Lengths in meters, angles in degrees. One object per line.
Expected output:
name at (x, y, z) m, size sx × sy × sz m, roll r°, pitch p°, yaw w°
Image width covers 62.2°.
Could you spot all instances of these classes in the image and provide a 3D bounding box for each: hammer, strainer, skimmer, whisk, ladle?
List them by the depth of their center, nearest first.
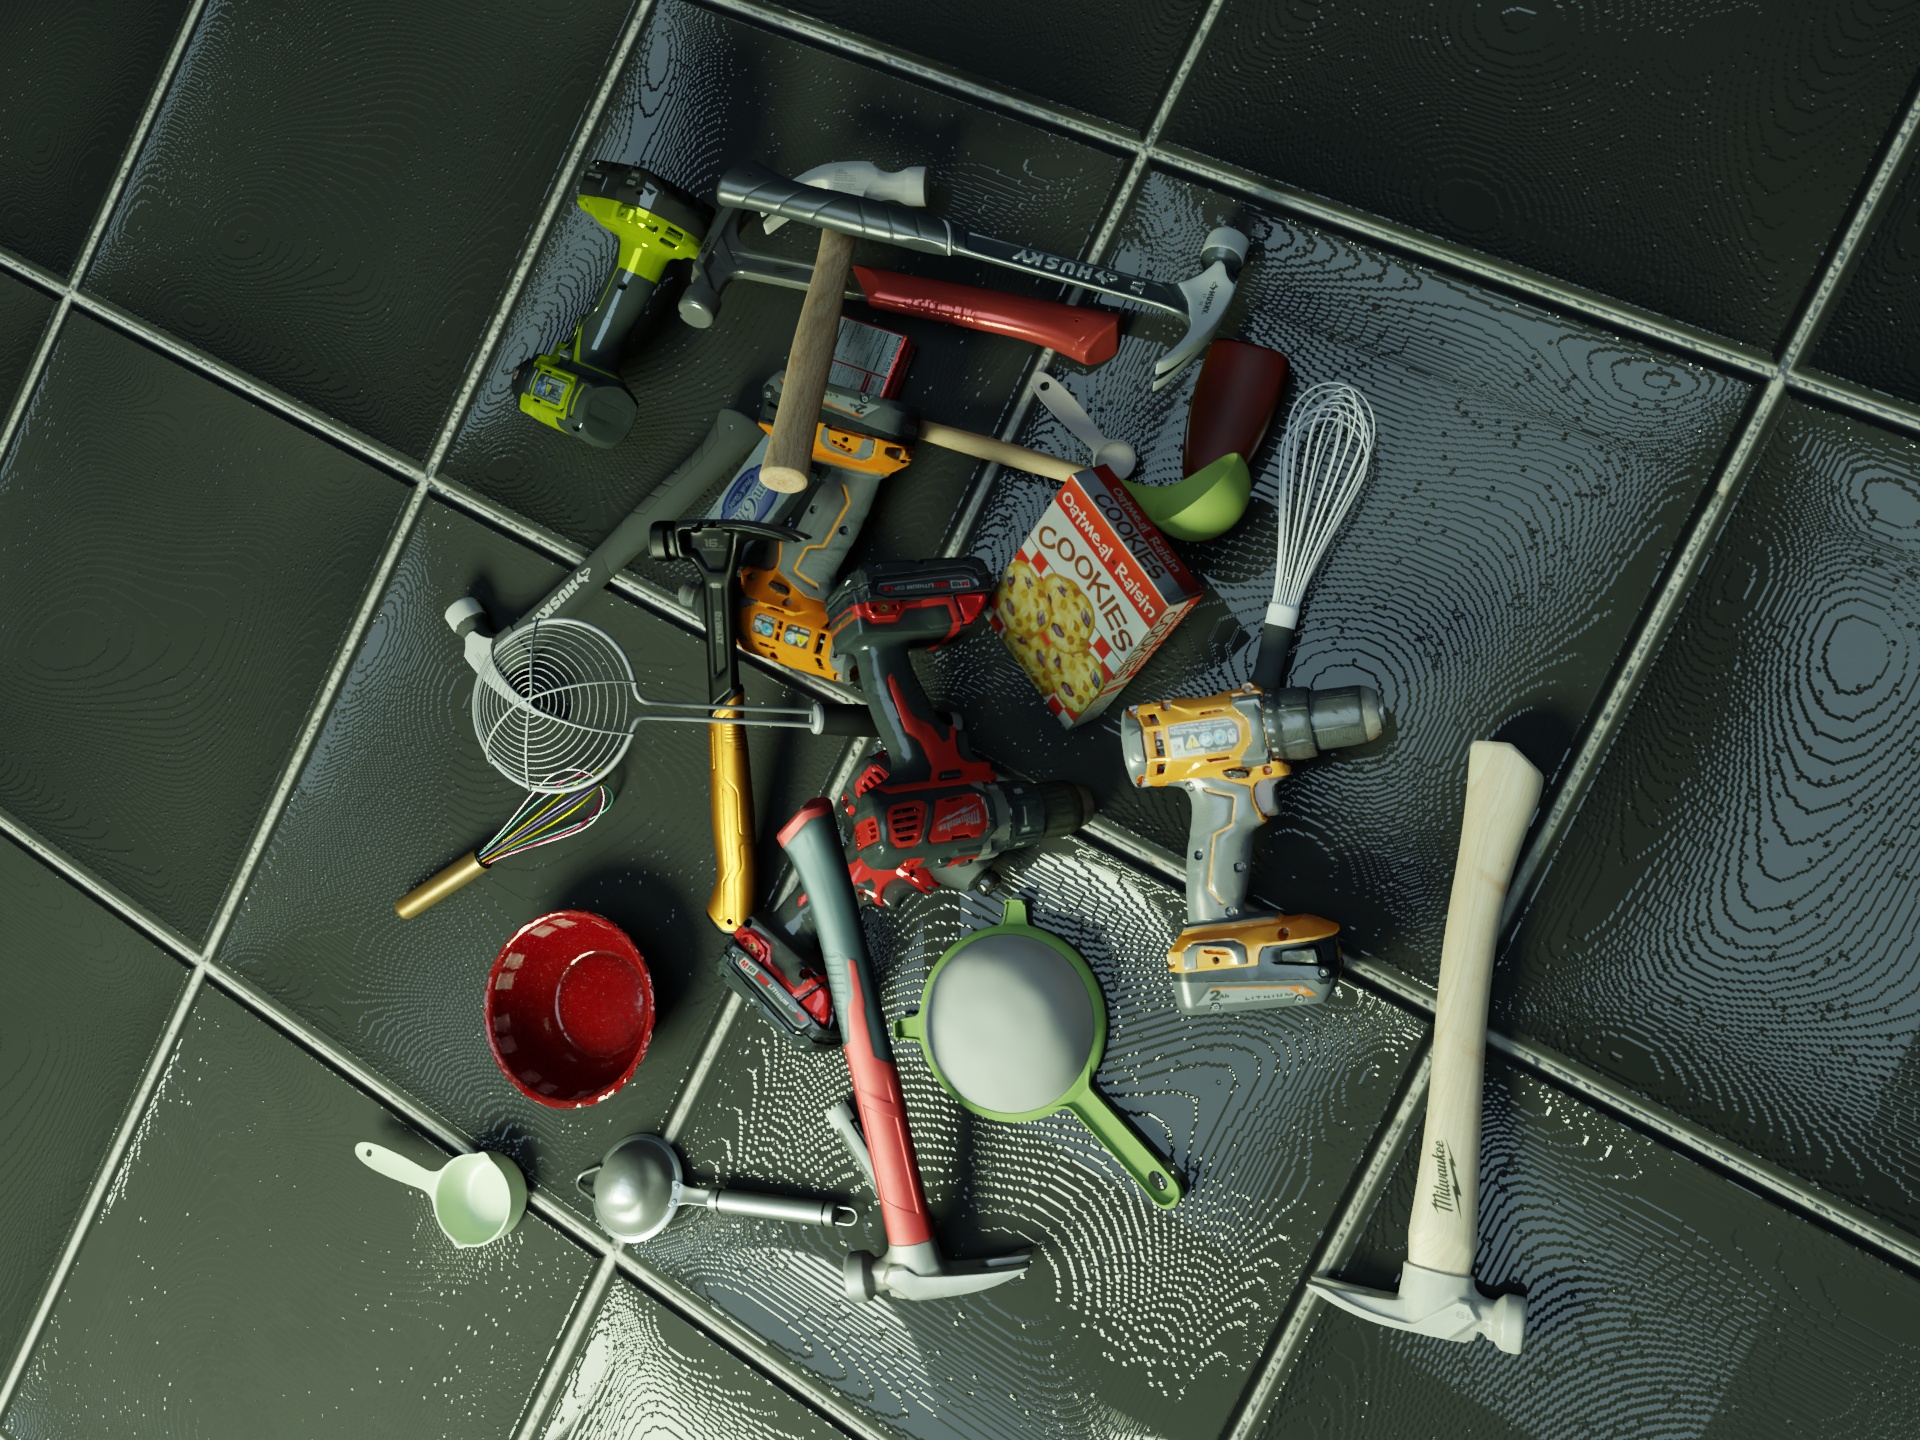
hammer at (0.340, 0.218, 1.112) m, size 0.146 × 0.038 × 0.411 m, roll 7°, pitch 86°, yaw 21°
whisk at (0.244, -0.108, 1.170) m, size 0.070 × 0.070 × 0.284 m, roll 16°, pitch 94°, yaw 20°
hammer at (-0.053, 0.243, 1.176) m, size 0.143 × 0.038 × 0.386 m, roll -11°, pitch 98°, yaw 10°
strainer at (0.065, 0.265, 1.183) m, size 0.256 × 0.069 × 0.151 m, roll 45°, pitch 99°, yaw 19°
skimmer at (-0.176, -0.005, 1.203) m, size 0.090 × 0.363 × 0.127 m, roll -4°, pitch 84°, yaw 62°
ladle at (0.076, -0.200, 1.209) m, size 0.320 × 0.062 × 0.078 m, roll 22°, pitch 56°, yaw 32°
hammer at (0.006, -0.360, 1.218) m, size 0.409 × 0.036 × 0.149 m, roll 17°, pitch 63°, yaw 9°
hammer at (-0.110, -0.313, 1.230) m, size 0.130 × 0.031 × 0.332 m, roll 4°, pitch 59°, yaw 8°
hammer at (-0.177, 0.009, 1.261) m, size 0.127 × 0.034 × 0.336 m, roll 3°, pitch 103°, yaw 17°
strainer at (-0.204, 0.383, 1.281) m, size 0.258 × 0.050 × 0.087 m, roll 2°, pitch 71°, yaw 16°
hammer at (-0.042, -0.352, 1.288) m, size 0.359 × 0.036 × 0.149 m, roll 14°, pitch 63°, yaw 14°
hammer at (-0.291, -0.143, 1.366) m, size 0.335 × 0.035 × 0.146 m, roll -41°, pitch 73°, yaw 10°
whisk at (-0.395, 0.108, 1.377) m, size 0.245 × 0.051 × 0.047 m, roll -31°, pitch 55°, yaw 18°

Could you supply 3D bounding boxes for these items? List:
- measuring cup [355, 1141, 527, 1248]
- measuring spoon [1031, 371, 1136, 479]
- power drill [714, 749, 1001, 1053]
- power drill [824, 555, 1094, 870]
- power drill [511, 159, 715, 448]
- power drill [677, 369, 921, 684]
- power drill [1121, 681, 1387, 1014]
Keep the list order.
measuring cup at (-0.444, 0.392, 1.363) m, size 0.168 × 0.038 × 0.083 m, roll 15°, pitch 89°, yaw 22°
measuring spoon at (0.097, -0.232, 1.256) m, size 0.034 × 0.018 × 0.124 m, roll -43°, pitch 66°, yaw 10°
power drill at (-0.075, 0.147, 1.243) m, size 0.143 × 0.078 × 0.219 m, roll 40°, pitch 95°, yaw 18°
power drill at (-0.002, -0.004, 1.195) m, size 0.187 × 0.080 × 0.227 m, roll -6°, pitch 77°, yaw -25°
power drill at (-0.308, -0.355, 1.358) m, size 0.171 × 0.080 × 0.223 m, roll 28°, pitch 96°, yaw 46°
power drill at (-0.131, -0.158, 1.272) m, size 0.164 × 0.084 × 0.226 m, roll 17°, pitch 100°, yaw 11°
power drill at (0.220, 0.085, 1.131) m, size 0.185 × 0.084 × 0.226 m, roll -9°, pitch 88°, yaw 17°
